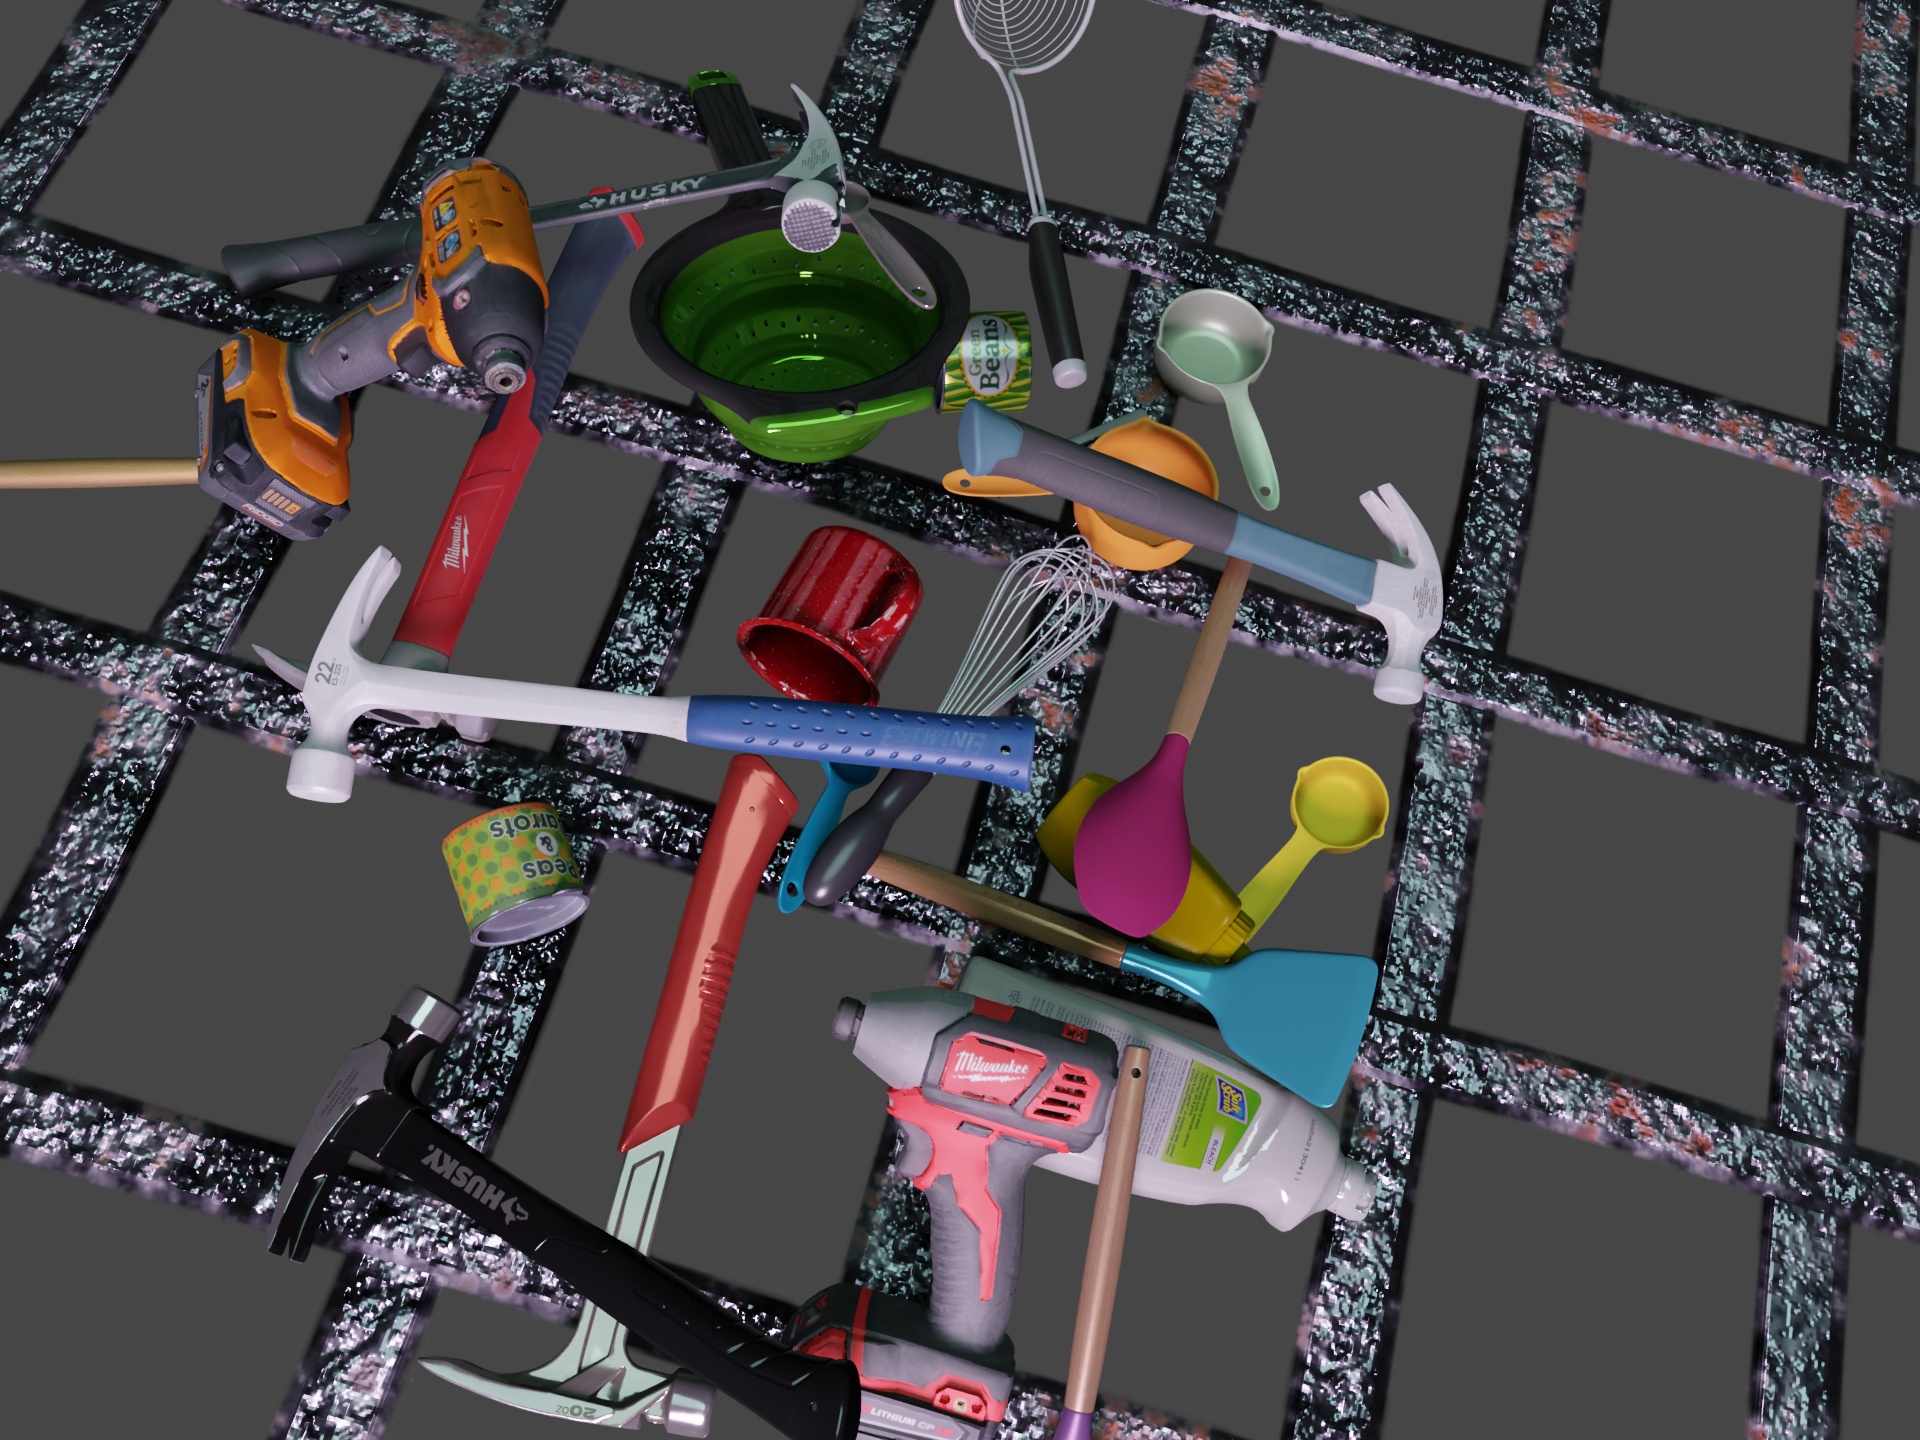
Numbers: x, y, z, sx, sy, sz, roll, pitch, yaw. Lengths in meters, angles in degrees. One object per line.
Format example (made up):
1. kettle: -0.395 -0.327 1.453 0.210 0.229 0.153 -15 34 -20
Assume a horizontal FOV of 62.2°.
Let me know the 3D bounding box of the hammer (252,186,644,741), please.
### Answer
1. hammer: -0.297 -0.179 0.992 0.143 0.038 0.386 15 68 1

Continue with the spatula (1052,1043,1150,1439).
1. spatula: 0.067 0.324 0.810 0.059 0.018 0.316 10 82 -3

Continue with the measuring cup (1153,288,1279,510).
1. measuring cup: 0.178 -0.207 1.056 0.083 0.038 0.168 -11 72 -10

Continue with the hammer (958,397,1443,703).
1. hammer: 0.150 -0.118 0.964 0.331 0.033 0.128 18 77 -17

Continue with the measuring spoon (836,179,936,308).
1. measuring spoon: -0.050 -0.287 0.973 0.034 0.018 0.124 -23 62 -24

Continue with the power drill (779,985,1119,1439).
1. power drill: -0.017 0.243 0.791 0.143 0.078 0.219 17 92 0

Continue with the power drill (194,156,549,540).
1. power drill: -0.330 -0.201 0.908 0.226 0.084 0.164 -32 54 16

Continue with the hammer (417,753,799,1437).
1. hammer: -0.165 0.186 0.864 0.149 0.036 0.359 13 68 -1

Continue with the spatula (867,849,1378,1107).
1. spatula: 0.066 0.119 0.884 0.317 0.044 0.082 18 85 14

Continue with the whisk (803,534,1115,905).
1. whisk: -0.002 -0.004 0.934 0.070 0.070 0.285 35 68 8

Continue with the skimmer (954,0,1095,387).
1. skimmer: 0.064 -0.407 1.093 0.127 0.090 0.363 6 67 -38

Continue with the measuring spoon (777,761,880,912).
1. measuring spoon: -0.083 0.056 0.923 0.042 0.021 0.129 39 57 -28

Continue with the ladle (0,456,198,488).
1. ladle: -0.576 -0.150 0.957 0.315 0.031 0.069 -2 71 -9

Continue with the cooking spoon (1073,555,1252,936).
1. cooking spoon: 0.134 -0.007 0.938 0.068 0.017 0.319 28 52 -4

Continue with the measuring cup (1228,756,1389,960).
1. measuring cup: 0.195 0.089 0.952 0.062 0.029 0.156 40 82 14

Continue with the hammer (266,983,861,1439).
1. hammer: -0.191 0.264 0.777 0.335 0.035 0.146 24 69 22

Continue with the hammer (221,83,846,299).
1. hammer: -0.271 -0.317 0.996 0.409 0.036 0.149 -7 49 8

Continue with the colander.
1. colander: -0.122 -0.289 1.039 0.204 0.094 0.398 -13 53 -12

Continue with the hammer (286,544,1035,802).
1. hammer: -0.161 -0.008 0.886 0.405 0.035 0.144 6 77 1

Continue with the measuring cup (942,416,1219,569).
1. measuring cup: 0.074 -0.140 1.011 0.173 0.052 0.095 0 69 -4
